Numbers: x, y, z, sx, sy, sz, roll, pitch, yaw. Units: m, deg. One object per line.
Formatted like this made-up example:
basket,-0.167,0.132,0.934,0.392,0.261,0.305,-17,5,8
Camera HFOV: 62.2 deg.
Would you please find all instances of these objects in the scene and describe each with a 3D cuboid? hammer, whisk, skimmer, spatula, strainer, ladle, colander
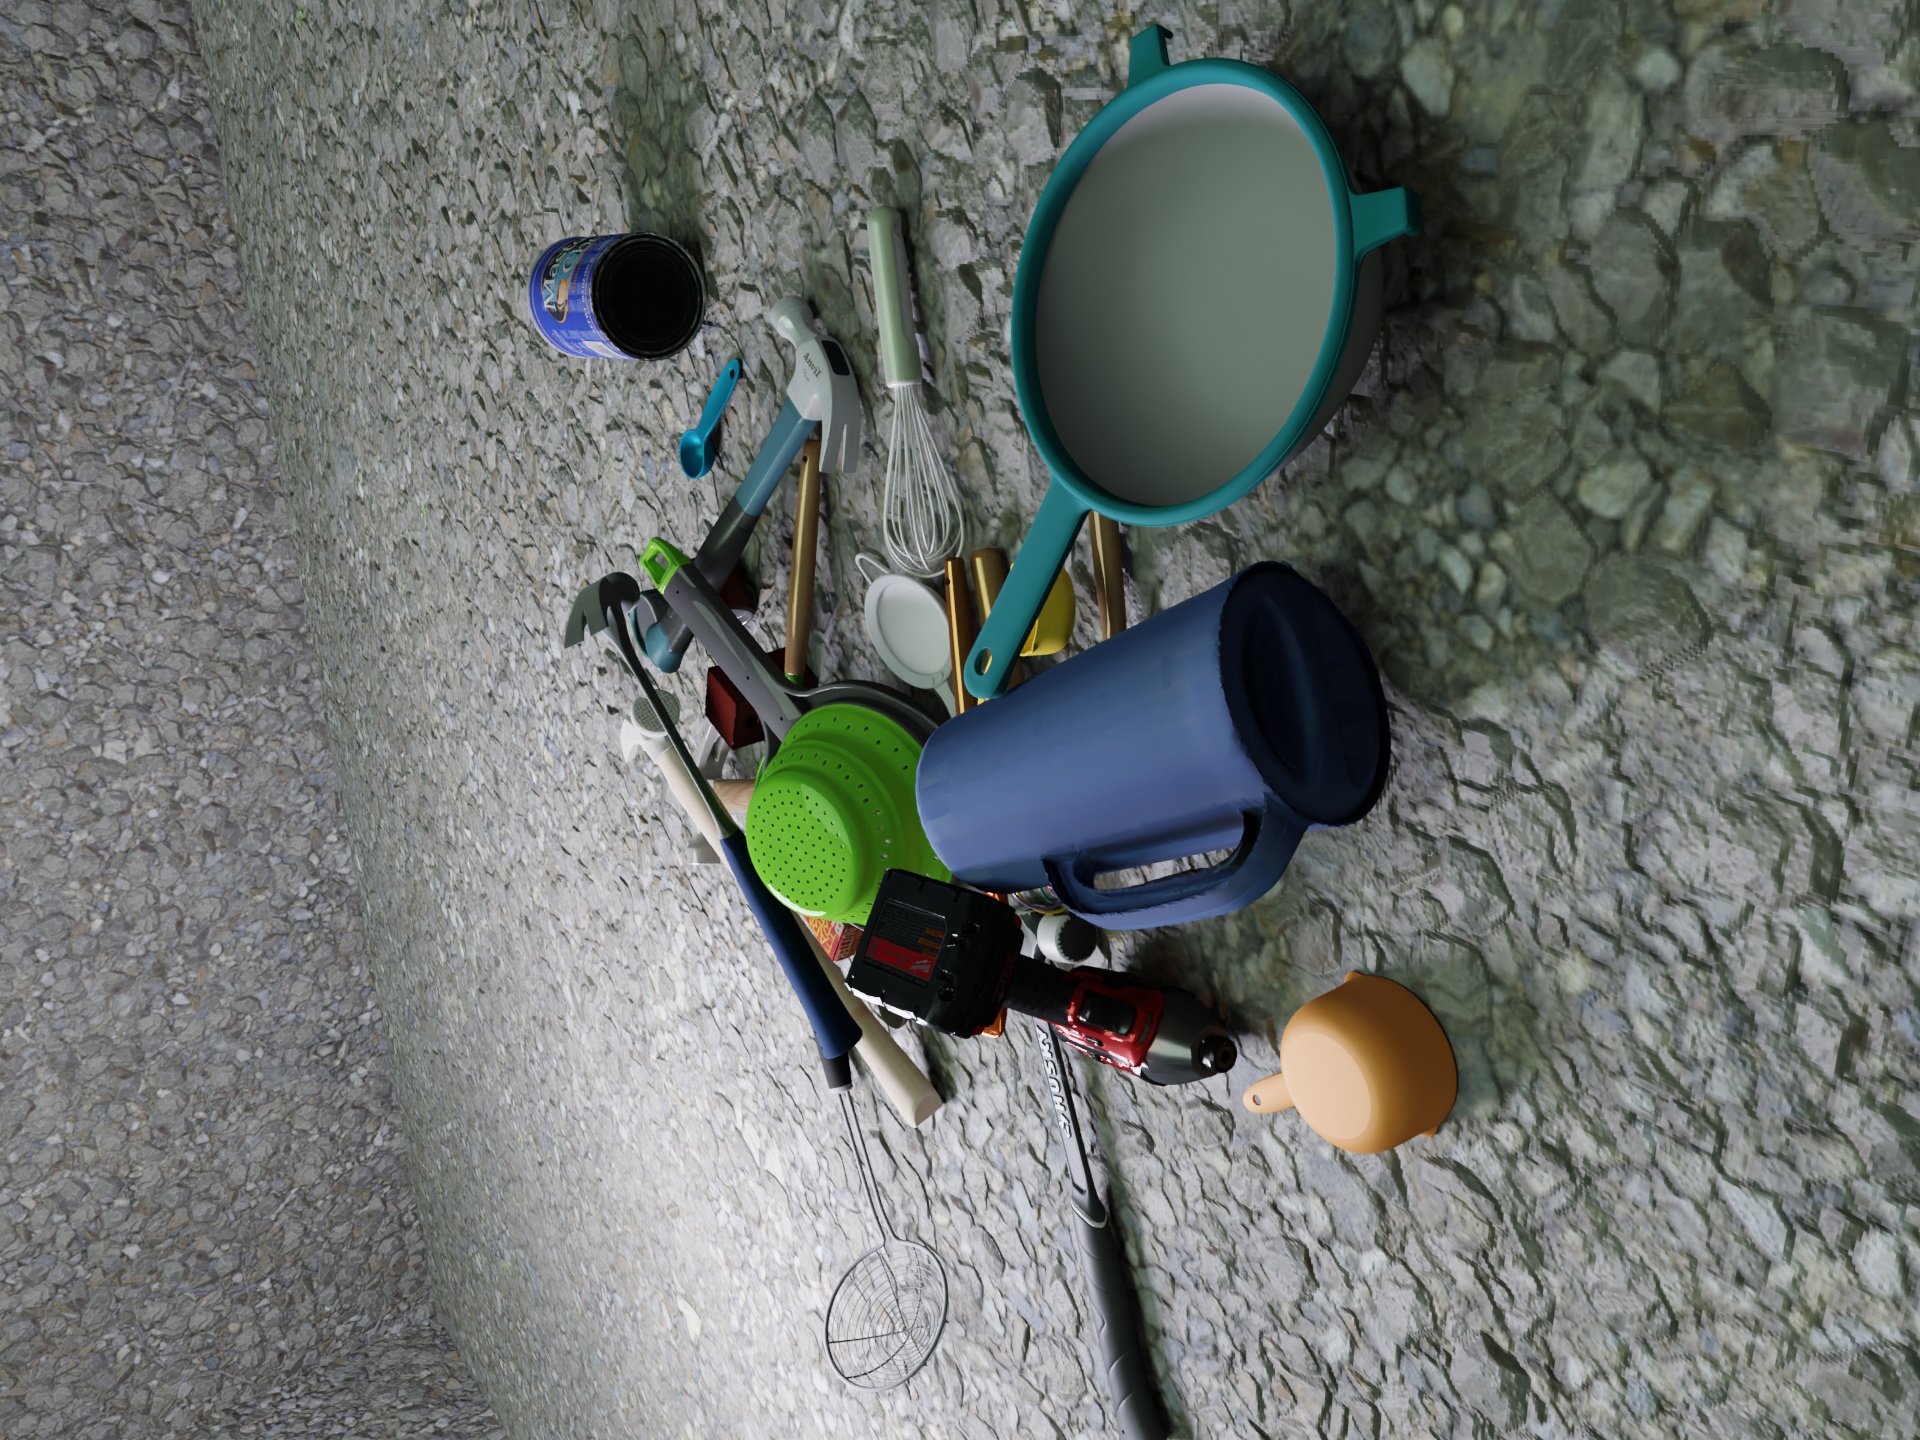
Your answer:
hammer,-0.182,0.078,1.202,0.405,0.035,0.144,63,-174,-11
whisk,0.042,0.007,1.049,0.047,0.051,0.245,-10,91,37
hammer,0.082,0.327,1.126,0.149,0.036,0.409,-5,100,59
hammer,-0.147,0.059,1.344,0.331,0.031,0.130,-6,83,53
hammer,-0.171,-0.160,1.238,0.331,0.033,0.128,-52,58,37
skimmer,-0.100,0.385,1.379,0.127,0.090,0.363,-19,84,26
spatula,0.004,0.052,1.071,0.081,0.041,0.322,13,112,54
strainer,0.102,-0.147,0.794,0.211,0.095,0.340,51,129,36
ladle,0.079,-0.070,0.938,0.078,0.062,0.320,10,109,57
strainer,-0.002,-0.004,1.105,0.087,0.050,0.258,-26,87,52
hammer,-0.151,0.161,1.320,0.411,0.038,0.146,54,159,3
colander,-0.141,0.018,1.182,0.397,0.094,0.204,49,127,13
whisk,-0.036,-0.218,1.064,0.059,0.058,0.246,-4,99,22

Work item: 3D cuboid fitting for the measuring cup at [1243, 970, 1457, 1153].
measuring cup,0.194,0.202,0.880,0.173,0.052,0.095,-42,69,53

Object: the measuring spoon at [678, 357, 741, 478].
measuring spoon,-0.202,-0.253,1.330,0.042,0.021,0.128,60,136,23

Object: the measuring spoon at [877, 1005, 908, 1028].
measuring spoon,-0.038,0.201,1.278,0.034,0.018,0.124,46,132,28

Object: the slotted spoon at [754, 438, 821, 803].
slotted spoon,-0.126,-0.062,1.245,0.070,0.031,0.313,19,109,40

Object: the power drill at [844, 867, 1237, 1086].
power drill,0.055,0.163,0.943,0.143,0.219,0.078,8,76,56

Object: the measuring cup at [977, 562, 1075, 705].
measuring cup,0.039,-0.043,0.980,0.156,0.029,0.062,112,151,-58
